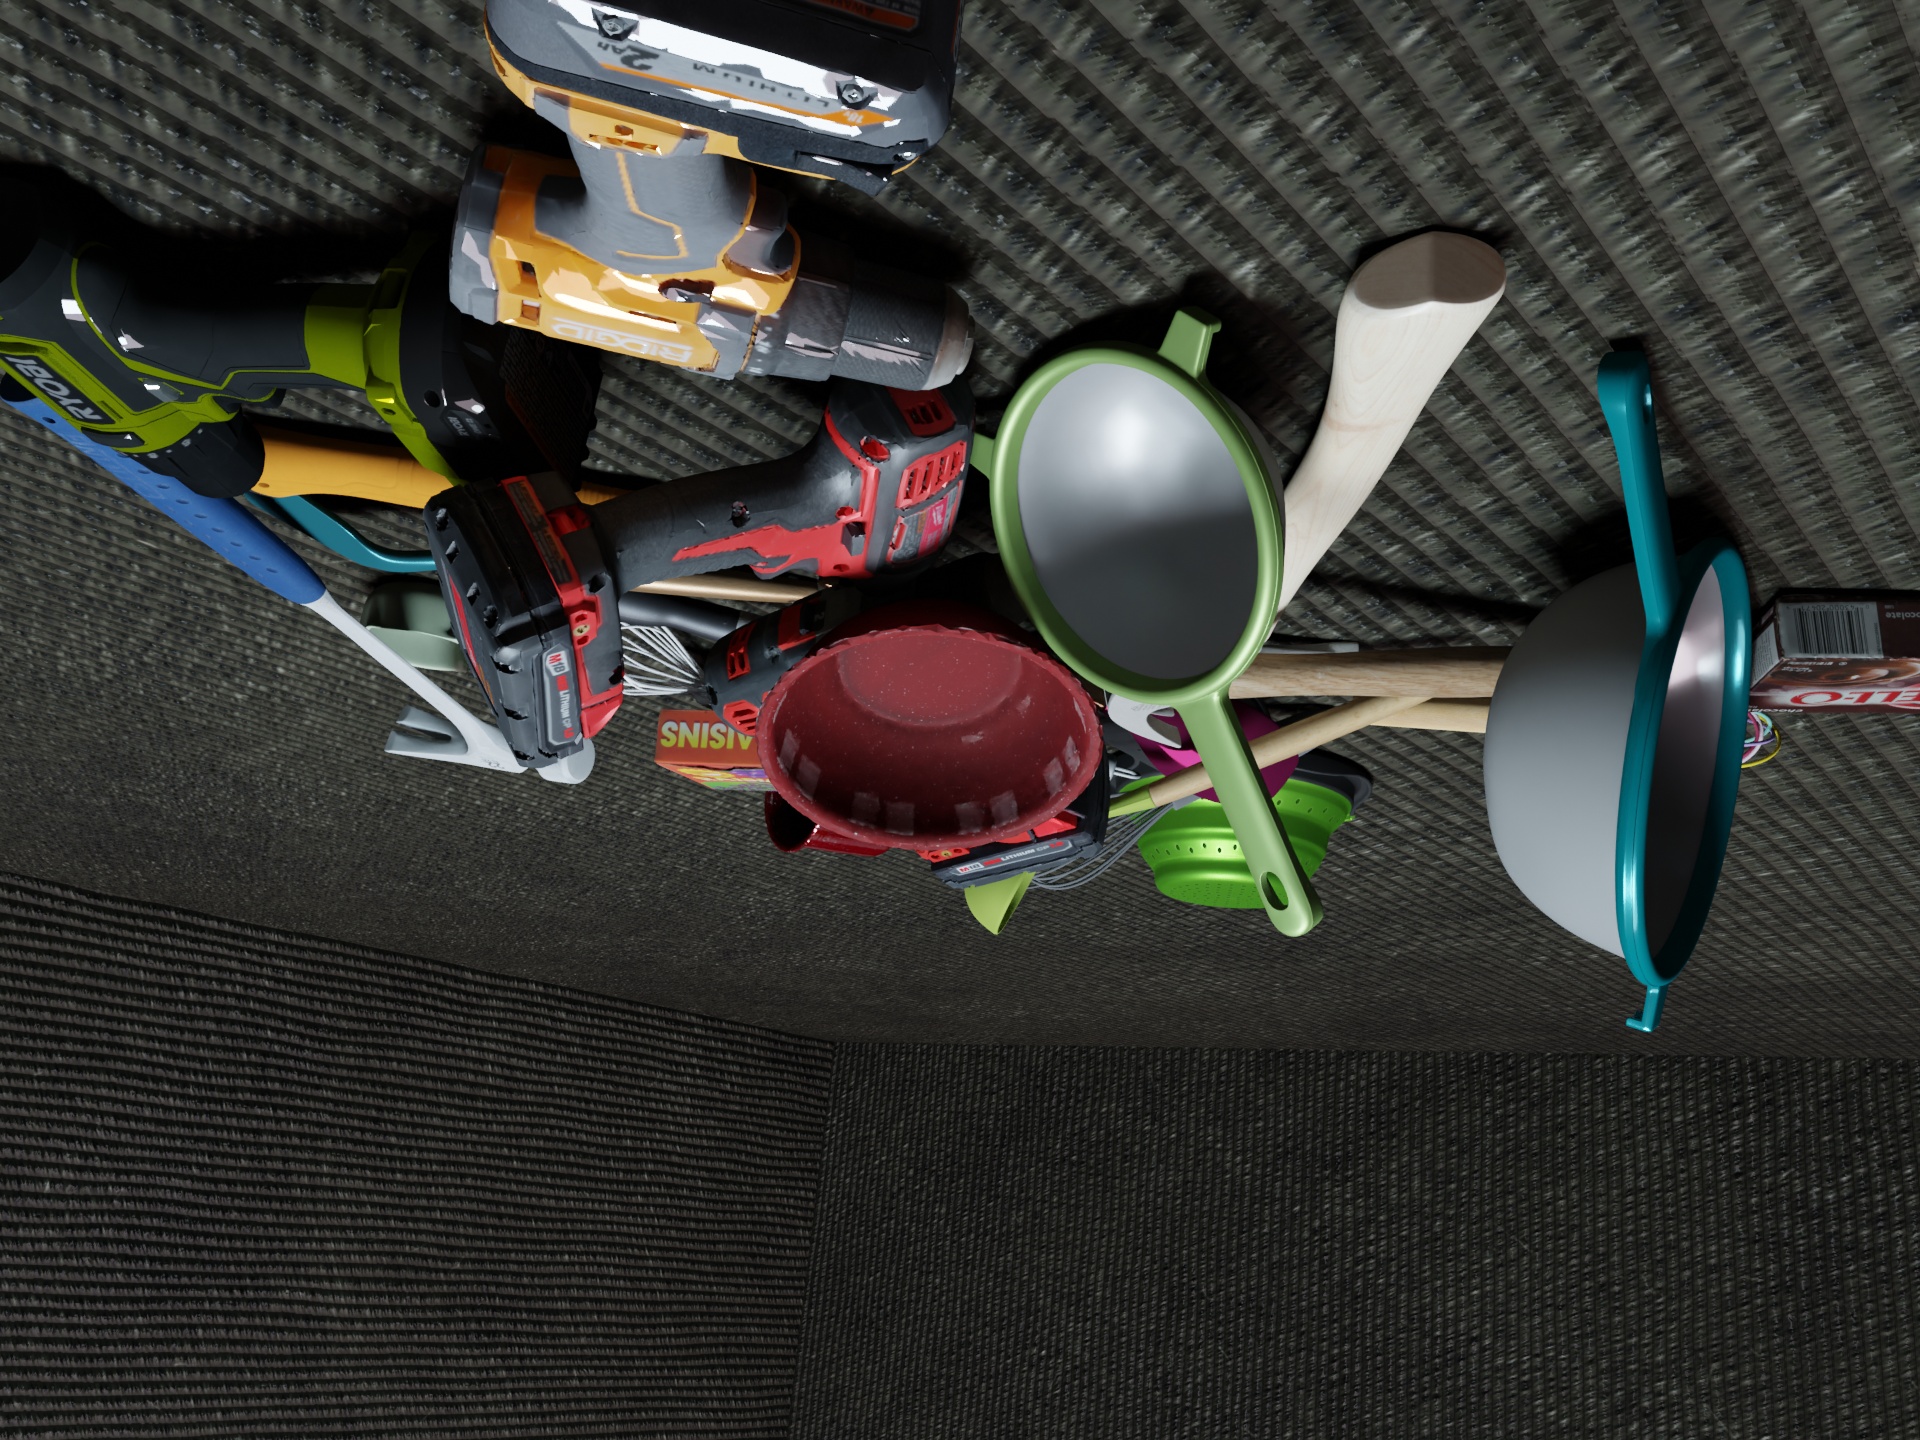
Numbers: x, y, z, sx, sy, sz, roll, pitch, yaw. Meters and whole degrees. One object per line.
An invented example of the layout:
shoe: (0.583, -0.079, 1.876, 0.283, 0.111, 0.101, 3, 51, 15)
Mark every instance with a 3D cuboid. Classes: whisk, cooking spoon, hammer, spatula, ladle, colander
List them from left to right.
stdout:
hammer: (-0.365, -0.066, 0.893, 0.144, 0.035, 0.405, 6, 155, 22)
spatula: (-0.235, -0.097, 0.879, 0.317, 0.044, 0.082, 5, 165, -14)
hammer: (-0.190, -0.110, 0.799, 0.337, 0.034, 0.127, 8, 164, -7)
whisk: (-0.172, -0.024, 1.057, 0.059, 0.058, 0.246, -42, 152, 11)
whisk: (-0.096, -0.046, 0.950, 0.284, 0.070, 0.070, 16, 161, -13)
cooking spoon: (0.062, -0.021, 0.933, 0.318, 0.017, 0.068, 23, 115, -17)
whisk: (0.139, 0.050, 1.040, 0.239, 0.055, 0.055, -25, 160, 1)
colander: (0.156, 0.064, 1.139, 0.204, 0.094, 0.396, -7, 159, 36)
ladle: (0.143, 0.046, 0.940, 0.320, 0.062, 0.078, -23, -177, 18)
hammer: (0.168, -0.092, 0.735, 0.146, 0.038, 0.410, 5, 163, -2)
hammer: (0.233, -0.024, 0.836, 0.331, 0.031, 0.130, -1, 160, -15)
whisk: (0.362, 0.001, 0.962, 0.245, 0.047, 0.051, 4, 164, 17)

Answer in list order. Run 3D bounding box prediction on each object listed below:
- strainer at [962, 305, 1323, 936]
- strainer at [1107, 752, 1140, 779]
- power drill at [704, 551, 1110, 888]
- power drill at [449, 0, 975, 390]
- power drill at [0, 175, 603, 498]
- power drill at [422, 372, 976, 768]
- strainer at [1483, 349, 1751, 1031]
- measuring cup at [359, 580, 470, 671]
strainer: (0.108, -0.039, 0.661, 0.069, 0.256, 0.151, -27, -175, -37)
strainer: (-0.007, -0.001, 1.024, 0.258, 0.050, 0.087, 16, -172, -3)
power drill: (-0.001, -0.003, 0.858, 0.188, 0.080, 0.226, -18, 141, 29)
power drill: (-0.062, -0.169, 0.495, 0.185, 0.084, 0.226, 10, 167, -16)
power drill: (-0.275, -0.140, 0.663, 0.228, 0.080, 0.190, 7, 162, 7)
power drill: (-0.099, -0.069, 0.668, 0.219, 0.079, 0.143, -24, 159, -20)
strainer: (0.284, -0.027, 0.725, 0.095, 0.211, 0.340, 8, 143, 36)
measuring cup: (-0.297, -0.064, 0.980, 0.167, 0.038, 0.083, -5, 160, 27)
